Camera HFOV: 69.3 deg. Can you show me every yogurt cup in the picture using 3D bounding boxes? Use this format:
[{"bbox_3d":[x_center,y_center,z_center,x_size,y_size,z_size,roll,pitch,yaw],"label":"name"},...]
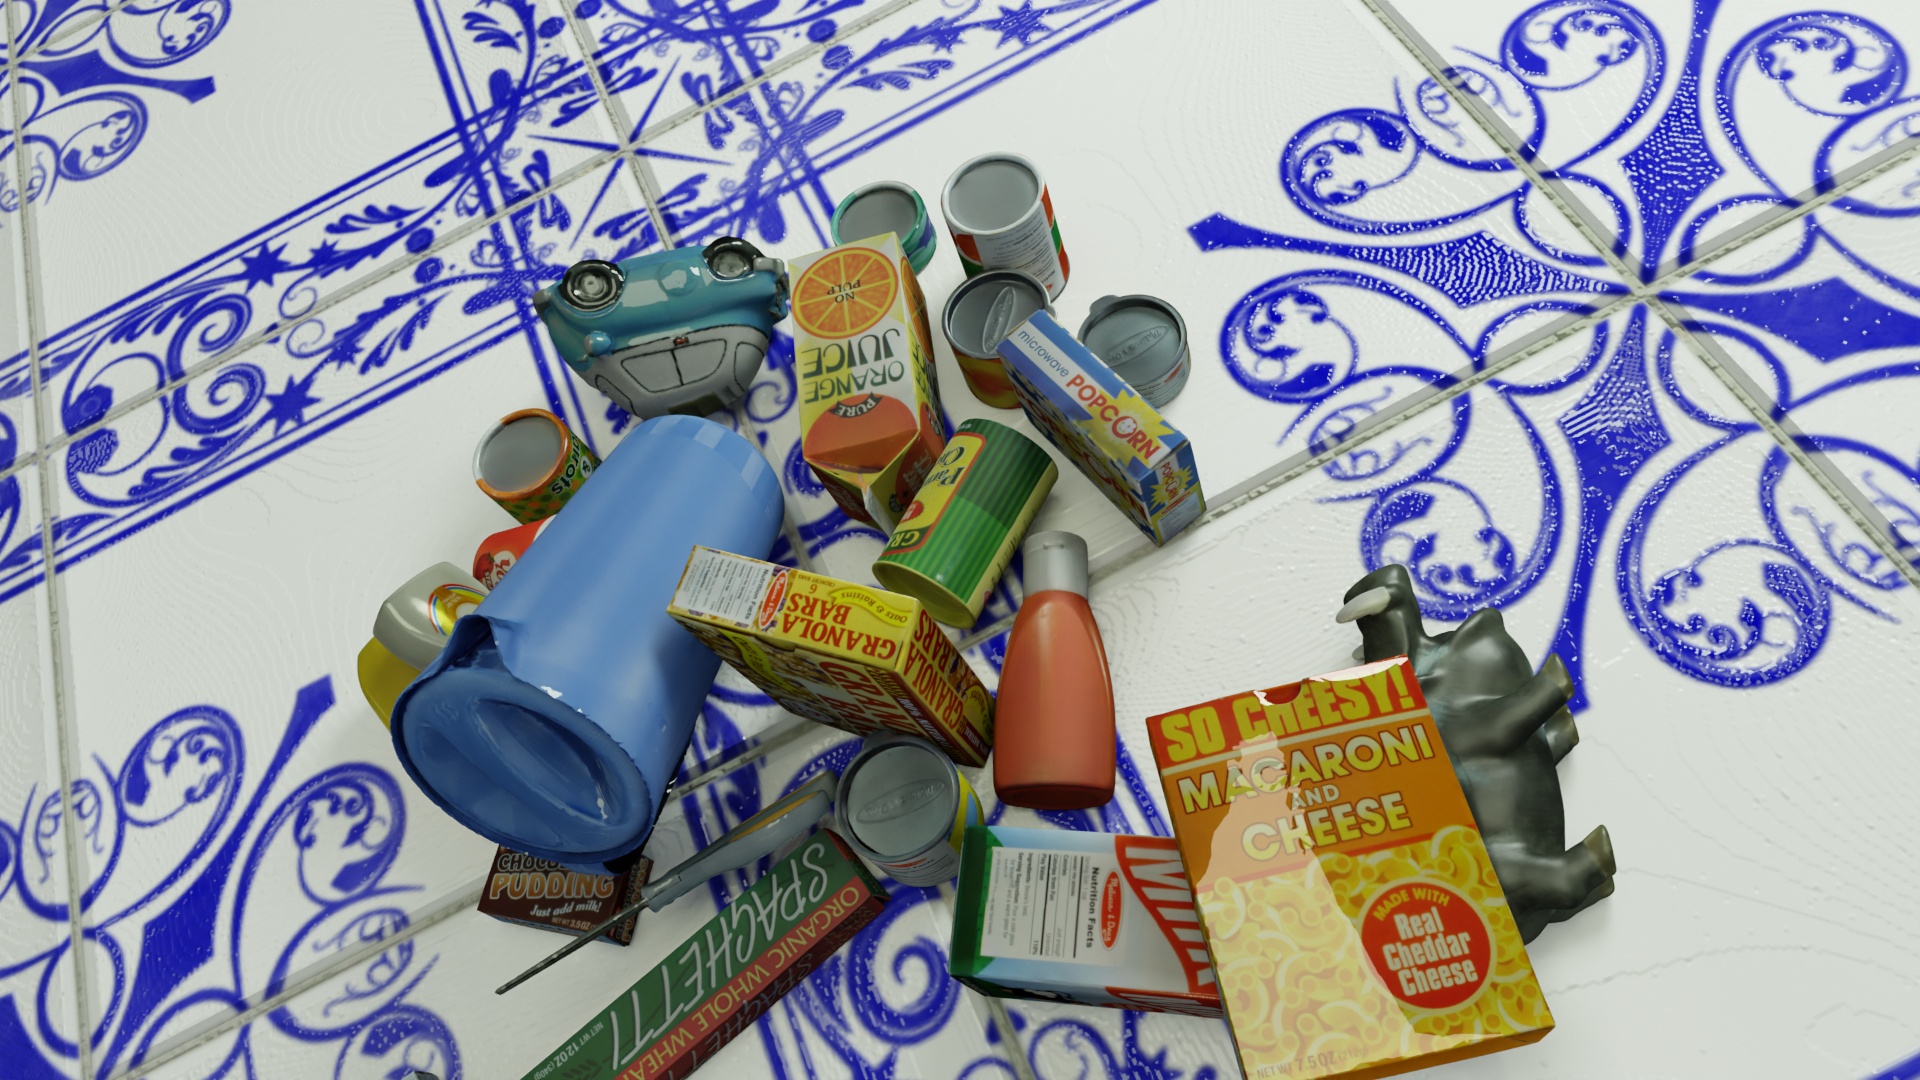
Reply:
[{"bbox_3d":[-0.259,0.020,0.850,0.054,0.072,0.072,-6,62,22],"label":"yogurt cup"}]

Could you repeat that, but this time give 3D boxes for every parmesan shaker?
[{"bbox_3d":[0.003,-0.010,0.791,0.071,0.071,0.103,21,68,24],"label":"parmesan shaker"}]

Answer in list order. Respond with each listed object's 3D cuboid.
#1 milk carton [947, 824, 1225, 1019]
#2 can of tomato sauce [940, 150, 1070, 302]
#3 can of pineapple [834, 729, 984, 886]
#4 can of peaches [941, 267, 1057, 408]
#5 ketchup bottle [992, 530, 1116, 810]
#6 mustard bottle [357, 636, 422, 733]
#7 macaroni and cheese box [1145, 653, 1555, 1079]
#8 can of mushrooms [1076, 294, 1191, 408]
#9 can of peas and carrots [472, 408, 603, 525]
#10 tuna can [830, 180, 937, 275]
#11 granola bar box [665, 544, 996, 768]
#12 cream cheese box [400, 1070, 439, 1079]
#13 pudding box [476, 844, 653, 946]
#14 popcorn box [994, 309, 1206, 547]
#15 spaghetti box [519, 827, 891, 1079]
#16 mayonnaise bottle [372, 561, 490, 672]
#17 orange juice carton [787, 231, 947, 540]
[{"bbox_3d":[0.097,0.184,0.659,0.190,0.072,0.074,0,64,16],"label":"milk carton"},{"bbox_3d":[0.028,-0.192,0.868,0.071,0.082,0.071,-6,62,12],"label":"can of tomato sauce"},{"bbox_3d":[-0.025,0.140,0.724,0.071,0.057,0.071,-6,62,12],"label":"can of pineapple"},{"bbox_3d":[0.030,-0.122,0.846,0.071,0.058,0.071,-6,61,12],"label":"can of peaches"},{"bbox_3d":[0.051,0.068,0.748,0.065,0.043,0.149,-1,63,6],"label":"ketchup bottle"},{"bbox_3d":[-0.298,0.112,0.820,0.065,0.048,0.160,-39,61,-7],"label":"mustard bottle"},{"bbox_3d":[0.160,0.142,0.598,0.124,0.040,0.167,-14,59,2],"label":"macaroni and cheese box"},{"bbox_3d":[0.103,-0.114,0.835,0.071,0.033,0.071,-7,62,13],"label":"can of mushrooms"},{"bbox_3d":[-0.265,-0.043,0.885,0.071,0.058,0.071,-6,62,13],"label":"can of peas and carrots"},{"bbox_3d":[-0.052,-0.203,0.925,0.071,0.032,0.071,-7,61,12],"label":"tuna can"},{"bbox_3d":[-0.058,0.064,0.711,0.124,0.165,0.039,13,70,21],"label":"granola bar box"},{"bbox_3d":[-0.277,0.332,0.713,0.053,0.024,0.104,-37,60,-7],"label":"cream cheese box"},{"bbox_3d":[-0.218,0.190,0.767,0.084,0.030,0.050,5,64,18],"label":"pudding box"},{"bbox_3d":[0.079,-0.064,0.785,0.038,0.085,0.127,-40,61,-5],"label":"popcorn box"},{"bbox_3d":[-0.149,0.248,0.719,0.250,0.028,0.050,-39,61,-6],"label":"spaghetti box"},{"bbox_3d":[-0.261,0.074,0.803,0.148,0.041,0.065,35,33,2],"label":"mayonnaise bottle"},{"bbox_3d":[-0.054,-0.086,0.842,0.073,0.071,0.193,-13,60,9],"label":"orange juice carton"}]
